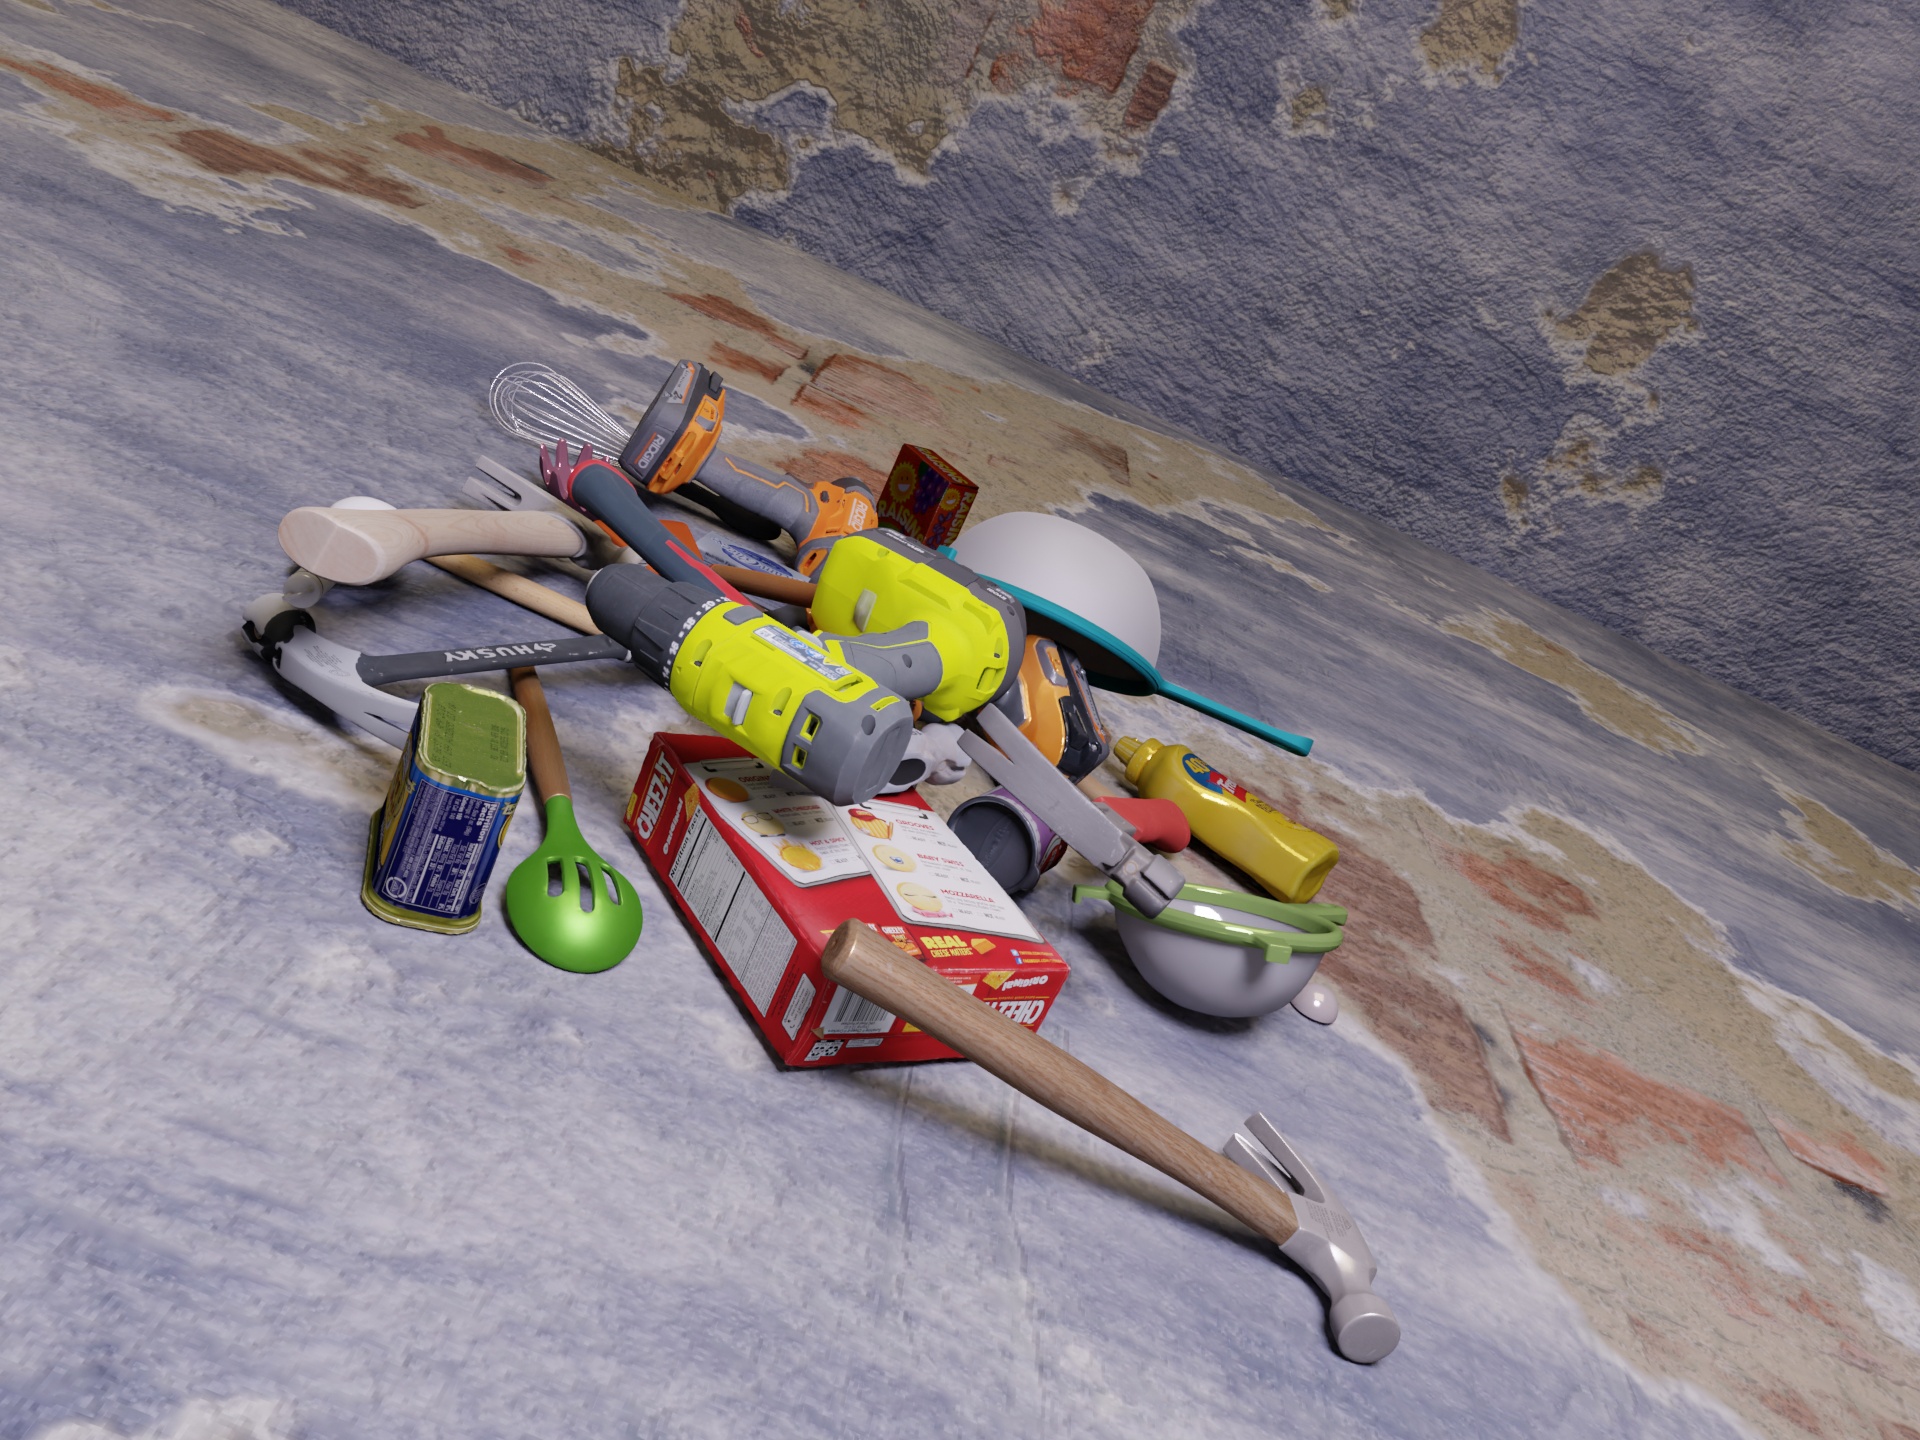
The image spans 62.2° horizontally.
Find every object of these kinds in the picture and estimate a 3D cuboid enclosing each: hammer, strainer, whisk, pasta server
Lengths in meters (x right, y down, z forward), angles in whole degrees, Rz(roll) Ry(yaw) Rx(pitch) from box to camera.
[{"bbox_3d":[-0.225,-0.046,1.011,0.149,0.036,0.408,33,26,32],"label":"hammer"},{"bbox_3d":[-0.370,-0.100,0.951,0.087,0.050,0.259,-11,17,-8],"label":"strainer"},{"bbox_3d":[-0.162,-0.071,1.020,0.143,0.038,0.387,0,32,-47],"label":"hammer"},{"bbox_3d":[-0.315,-0.121,0.988,0.146,0.038,0.410,32,8,0],"label":"hammer"},{"bbox_3d":[0.100,0.059,1.042,0.149,0.036,0.359,43,7,13],"label":"hammer"},{"bbox_3d":[-0.287,-0.233,1.414,0.284,0.070,0.070,27,21,-9],"label":"whisk"},{"bbox_3d":[0.135,-0.078,1.256,0.340,0.095,0.211,24,-7,-1],"label":"strainer"},{"bbox_3d":[0.073,0.190,0.777,0.331,0.031,0.130,34,16,-16],"label":"hammer"},{"bbox_3d":[0.190,0.152,1.041,0.151,0.069,0.256,13,3,37],"label":"strainer"},{"bbox_3d":[-0.221,-0.131,1.272,0.316,0.040,0.060,35,35,19],"label":"pasta server"}]

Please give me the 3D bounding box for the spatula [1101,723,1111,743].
[{"bbox_3d":[0.051,-0.064,1.449,0.059,0.018,0.316,6,28,-34],"label":"spatula"}]

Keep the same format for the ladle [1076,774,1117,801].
[{"bbox_3d":[0.021,-0.025,1.276,0.320,0.062,0.078,38,10,22],"label":"ladle"}]

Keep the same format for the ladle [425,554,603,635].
[{"bbox_3d":[-0.258,-0.070,1.105,0.315,0.031,0.069,24,23,0],"label":"ladle"}]

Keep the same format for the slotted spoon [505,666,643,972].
[{"bbox_3d":[-0.232,0.034,0.896,0.070,0.031,0.314,10,25,-27],"label":"slotted spoon"}]

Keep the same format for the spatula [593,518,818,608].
[{"bbox_3d":[-0.163,-0.111,1.142,0.081,0.041,0.323,-5,13,-37],"label":"spatula"}]

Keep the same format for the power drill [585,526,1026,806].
[{"bbox_3d":[-0.079,-0.045,0.894,0.191,0.080,0.228,31,26,18],"label":"power drill"}]

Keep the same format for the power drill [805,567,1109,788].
[{"bbox_3d":[-0.002,-0.004,1.118,0.226,0.084,0.186,18,43,-37],"label":"power drill"}]

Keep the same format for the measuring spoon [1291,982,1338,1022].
[{"bbox_3d":[0.205,0.166,1.090,0.124,0.018,0.034,32,22,16],"label":"measuring spoon"}]

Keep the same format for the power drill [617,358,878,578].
[{"bbox_3d":[-0.172,-0.214,1.391,0.226,0.084,0.164,33,32,-17],"label":"power drill"}]
